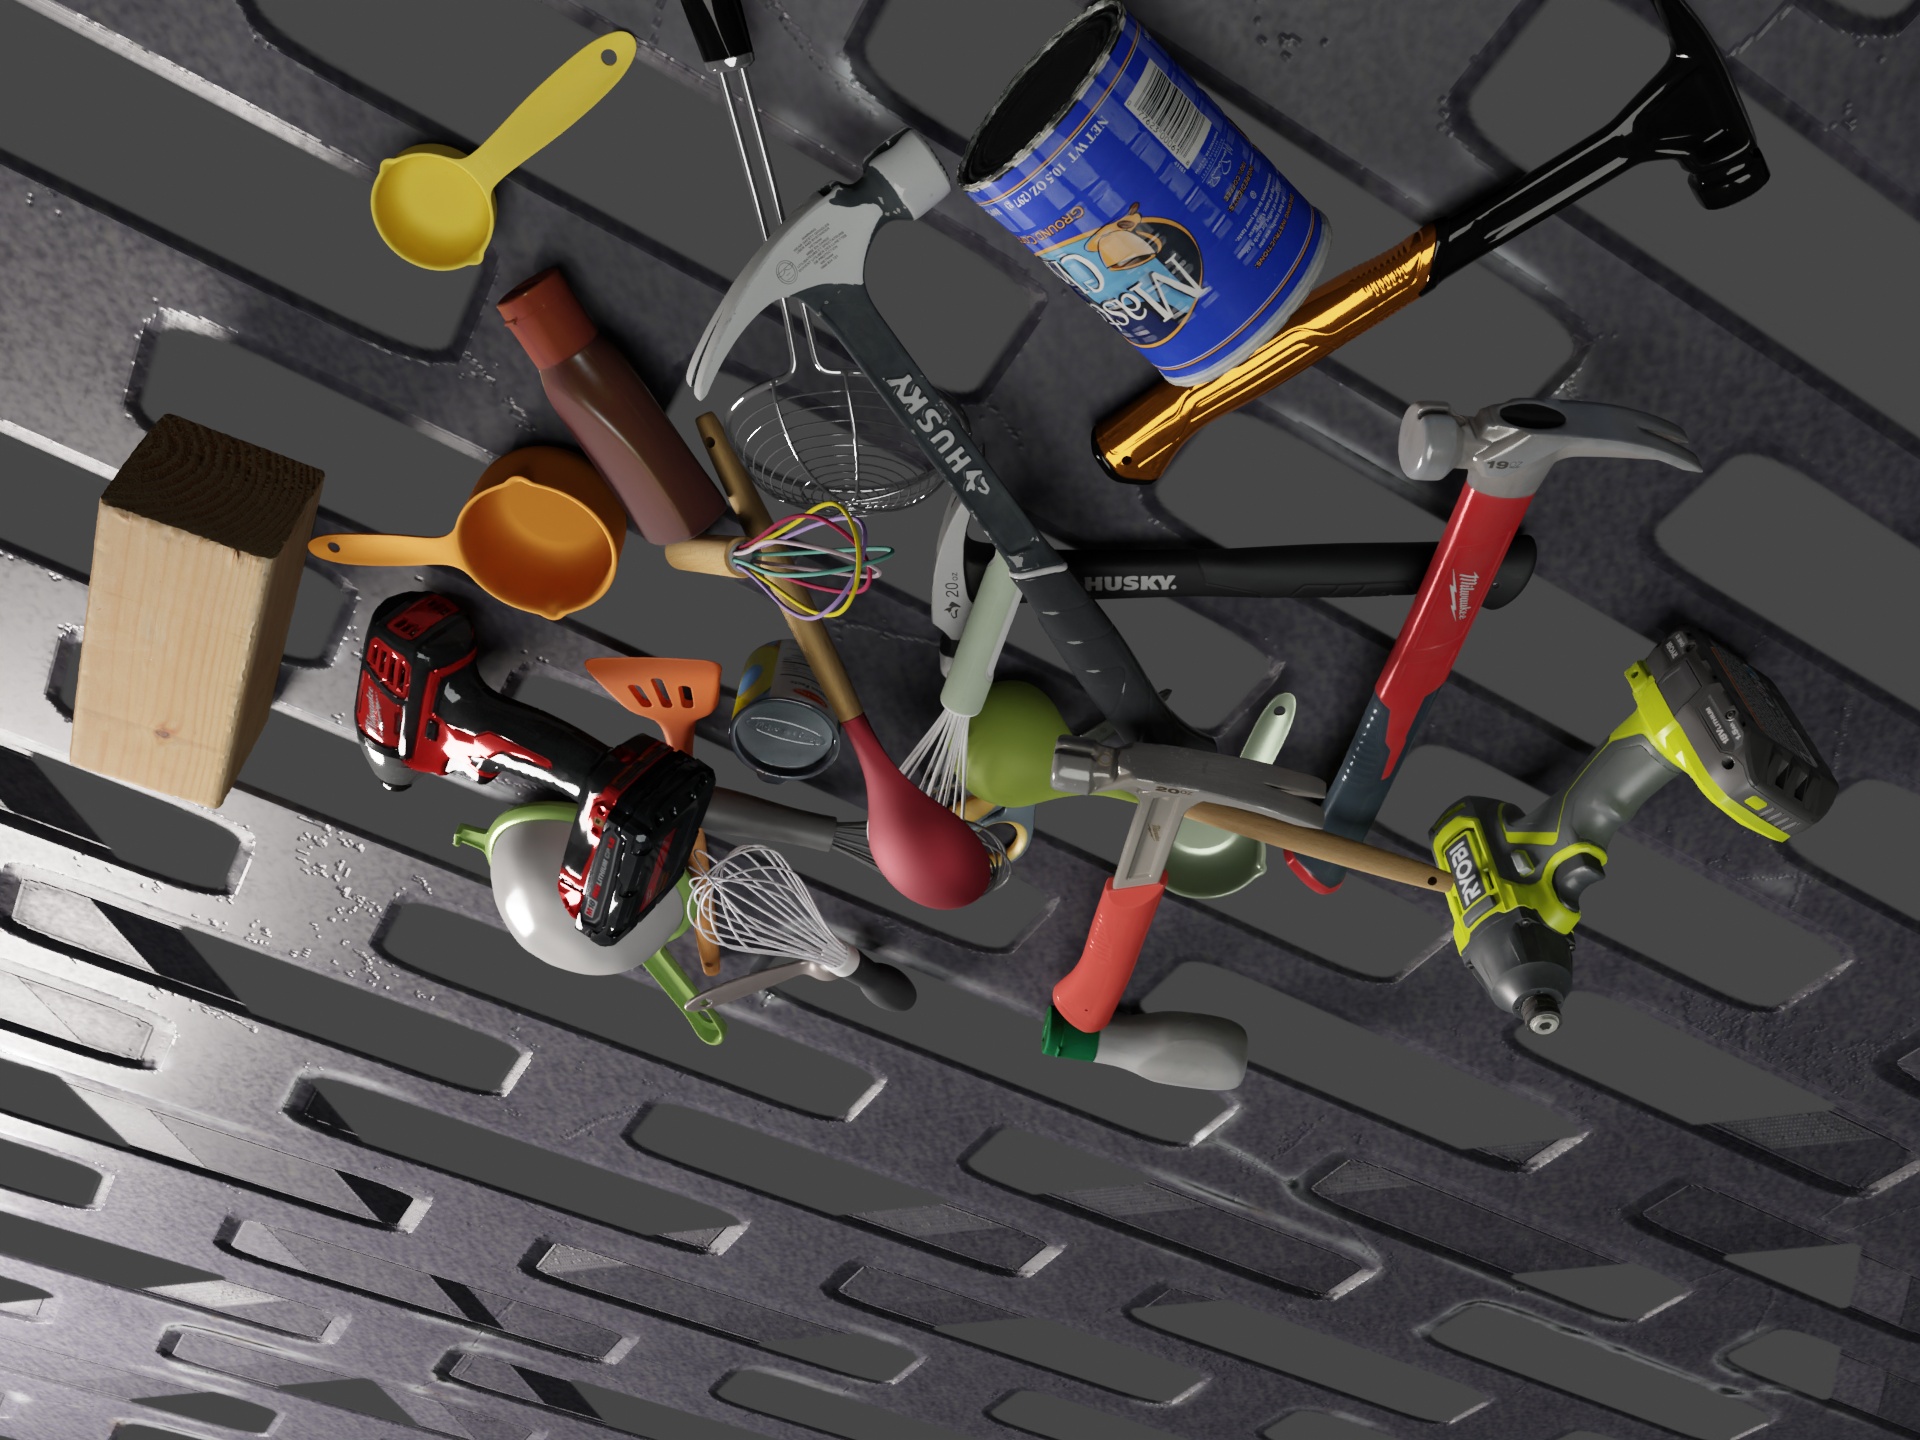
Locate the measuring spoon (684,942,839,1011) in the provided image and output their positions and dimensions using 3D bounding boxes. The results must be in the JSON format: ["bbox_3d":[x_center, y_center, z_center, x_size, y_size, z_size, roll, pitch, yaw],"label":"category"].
[{"bbox_3d":[-0.134,0.188,1.126,0.124,0.018,0.034,-17,136,-17],"label":"measuring spoon"}]

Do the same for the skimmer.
[{"bbox_3d":[-0.086,-0.256,0.759,0.127,0.090,0.363,-6,121,14],"label":"skimmer"}]

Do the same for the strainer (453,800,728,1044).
[{"bbox_3d":[-0.236,0.163,1.092,0.151,0.069,0.256,-8,131,26],"label":"strainer"}]

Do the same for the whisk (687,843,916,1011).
[{"bbox_3d":[-0.094,0.149,1.056,0.070,0.070,0.284,-17,149,18],"label":"whisk"}]

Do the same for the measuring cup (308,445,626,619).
[{"bbox_3d":[-0.271,-0.109,0.885,0.173,0.052,0.095,1,132,5],"label":"measuring cup"}]

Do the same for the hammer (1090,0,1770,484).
[{"bbox_3d":[0.203,-0.218,0.773,0.337,0.034,0.127,-29,125,26],"label":"hammer"}]

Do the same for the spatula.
[{"bbox_3d":[-0.180,0.069,1.043,0.081,0.041,0.322,1,132,1],"label":"spatula"}]

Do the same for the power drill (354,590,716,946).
[{"bbox_3d":[-0.267,0.031,0.954,0.220,0.078,0.143,32,128,7],"label":"power drill"}]

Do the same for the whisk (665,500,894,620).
[{"bbox_3d":[-0.101,-0.086,0.809,0.051,0.245,0.047,-33,111,-22],"label":"whisk"}]

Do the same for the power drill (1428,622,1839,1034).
[{"bbox_3d":[0.380,0.067,0.927,0.080,0.171,0.223,27,124,-20],"label":"power drill"}]

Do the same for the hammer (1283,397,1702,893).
[{"bbox_3d":[0.271,-0.021,0.905,0.143,0.038,0.386,2,140,-5],"label":"hammer"}]

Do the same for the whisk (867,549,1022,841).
[{"bbox_3d":[-0.001,-0.003,0.911,0.059,0.058,0.246,23,123,4],"label":"whisk"}]

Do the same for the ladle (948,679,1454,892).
[{"bbox_3d":[0.146,0.050,0.971,0.320,0.062,0.078,17,104,-4],"label":"ladle"}]

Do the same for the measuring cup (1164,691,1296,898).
[{"bbox_3d":[0.171,0.040,1.004,0.083,0.038,0.167,16,123,-8],"label":"measuring cup"}]

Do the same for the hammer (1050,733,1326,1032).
[{"bbox_3d":[0.115,0.119,1.003,0.149,0.037,0.358,11,148,3],"label":"hammer"}]

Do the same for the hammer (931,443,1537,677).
[{"bbox_3d":[0.149,-0.087,0.891,0.335,0.035,0.146,-1,132,4],"label":"hammer"}]

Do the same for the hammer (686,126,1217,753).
[{"bbox_3d":[0.026,-0.088,0.813,0.149,0.036,0.408,-37,125,3],"label":"hammer"}]

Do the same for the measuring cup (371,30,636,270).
[{"bbox_3d":[-0.214,-0.277,0.757,0.156,0.029,0.062,-34,122,15],"label":"measuring cup"}]

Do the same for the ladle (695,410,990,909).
[{"bbox_3d":[-0.070,-0.026,0.885,0.069,0.031,0.315,-20,103,28],"label":"ladle"}]

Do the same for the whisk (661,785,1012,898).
[{"bbox_3d":[-0.082,0.071,1.003,0.239,0.055,0.055,13,131,-10],"label":"whisk"}]
